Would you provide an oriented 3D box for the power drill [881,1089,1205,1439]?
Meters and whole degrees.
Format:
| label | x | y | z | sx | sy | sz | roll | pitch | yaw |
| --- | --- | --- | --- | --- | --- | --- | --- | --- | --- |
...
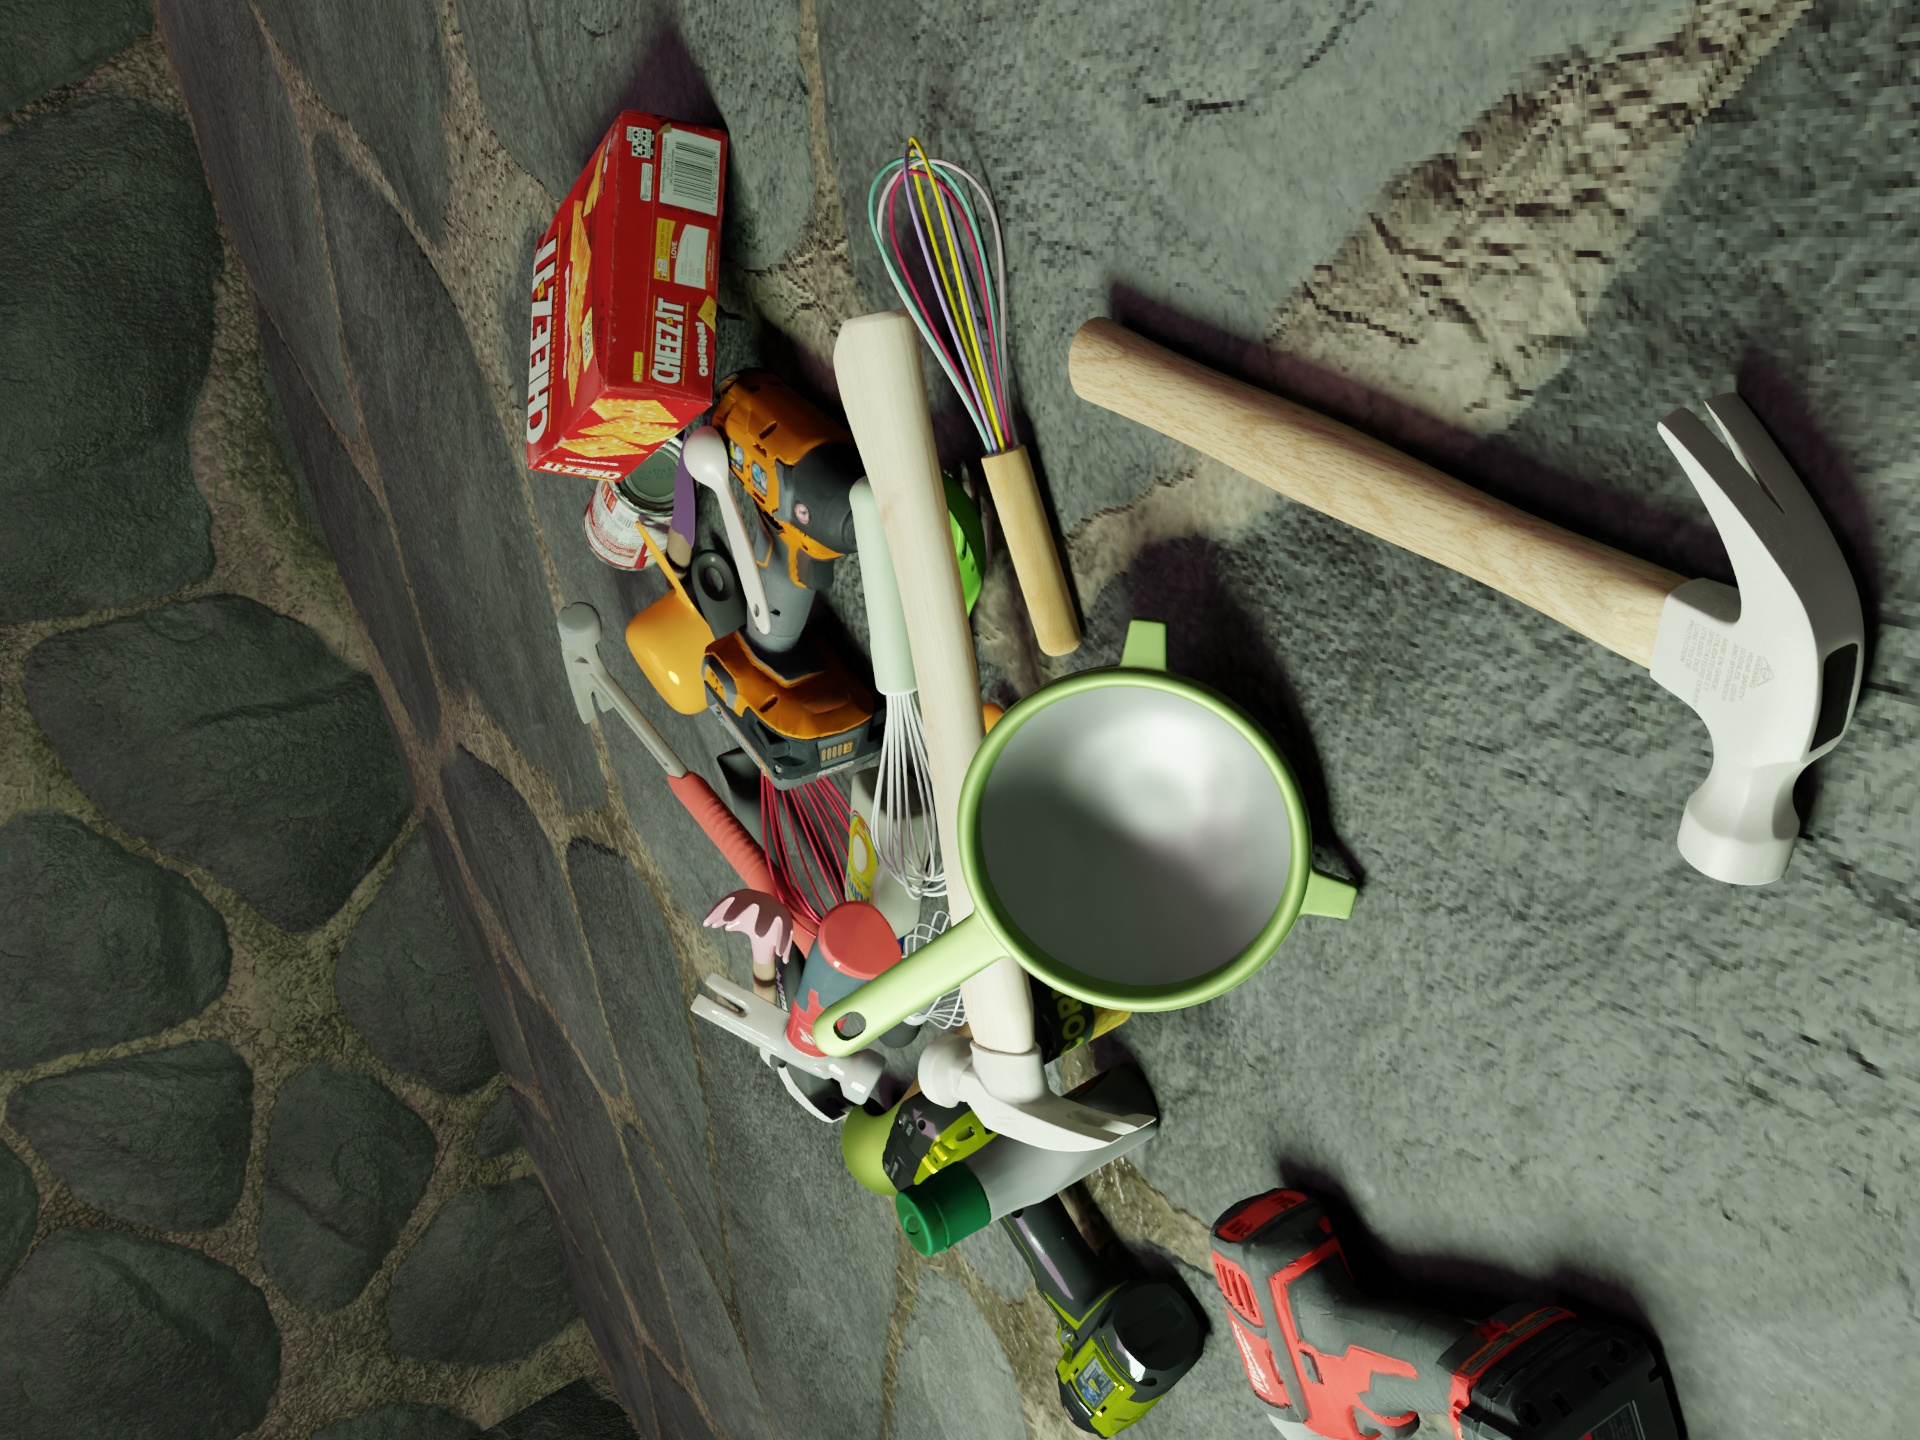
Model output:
| label | x | y | z | sx | sy | sz | roll | pitch | yaw |
| --- | --- | --- | --- | --- | --- | --- | --- | --- | --- |
| power drill | 0.047 | 0.333 | 0.992 | 0.223 | 0.080 | 0.171 | 51 | 149 | 25 |

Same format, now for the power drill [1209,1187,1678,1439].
| label | x | y | z | sx | sy | sz | roll | pitch | yaw |
| --- | --- | --- | --- | --- | --- | --- | --- | --- | --- |
| power drill | 0.198 | 0.297 | 0.684 | 0.220 | 0.078 | 0.143 | -1 | 109 | 65 |

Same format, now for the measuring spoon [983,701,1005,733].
| label | x | y | z | sx | sy | sz | roll | pitch | yaw |
| --- | --- | --- | --- | --- | --- | --- | --- | --- | --- |
| measuring spoon | 0.047 | 0.016 | 0.811 | 0.117 | 0.011 | 0.021 | 27 | 135 | 45 |

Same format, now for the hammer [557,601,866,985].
| label | x | y | z | sx | sy | sz | roll | pitch | yaw |
| --- | --- | --- | --- | --- | --- | --- | --- | --- | --- |
| hammer | -0.186 | 0.071 | 1.179 | 0.359 | 0.037 | 0.149 | 47 | 157 | 22 |

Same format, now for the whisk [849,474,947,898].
| label | x | y | z | sx | sy | sz | roll | pitch | yaw |
| --- | --- | --- | --- | --- | --- | --- | --- | --- | --- |
| whisk | -0.032 | -0.012 | 0.852 | 0.059 | 0.058 | 0.246 | 5 | 116 | 26 |

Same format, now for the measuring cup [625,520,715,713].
| label | x | y | z | sx | sy | sz | roll | pitch | yaw |
| --- | --- | --- | --- | --- | --- | --- | --- | --- | --- |
| measuring cup | -0.217 | -0.072 | 1.144 | 0.095 | 0.052 | 0.173 | 43 | 164 | 35 |

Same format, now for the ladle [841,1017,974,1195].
| label | x | y | z | sx | sy | sz | roll | pitch | yaw |
| --- | --- | --- | --- | --- | --- | --- | --- | --- | --- |
| ladle | -0.017 | 0.252 | 1.099 | 0.078 | 0.062 | 0.320 | 59 | 146 | 22 |

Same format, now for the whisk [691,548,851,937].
| label | x | y | z | sx | sy | sz | roll | pitch | yaw |
| --- | --- | --- | --- | --- | --- | --- | --- | --- | --- |
| whisk | -0.127 | 0.014 | 1.097 | 0.296 | 0.073 | 0.073 | 68 | 154 | 12 |

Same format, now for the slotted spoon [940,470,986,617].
| label | x | y | z | sx | sy | sz | roll | pitch | yaw |
| --- | --- | --- | --- | --- | --- | --- | --- | --- | --- |
| slotted spoon | -0.001 | -0.003 | 0.882 | 0.070 | 0.031 | 0.313 | 39 | 144 | 44 |

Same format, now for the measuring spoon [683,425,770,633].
| label | x | y | z | sx | sy | sz | roll | pitch | yaw |
| --- | --- | --- | --- | --- | --- | --- | --- | --- | --- |
| measuring spoon | -0.133 | -0.107 | 0.900 | 0.034 | 0.018 | 0.124 | -24 | 83 | 57 |

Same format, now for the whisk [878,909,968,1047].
| label | x | y | z | sx | sy | sz | roll | pitch | yaw |
| --- | --- | --- | --- | --- | --- | --- | --- | --- | --- |
| whisk | -0.023 | 0.176 | 1.017 | 0.070 | 0.070 | 0.284 | 62 | 161 | 12 |

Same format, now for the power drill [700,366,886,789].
| label | x | y | z | sx | sy | sz | roll | pitch | yaw |
| --- | --- | --- | --- | --- | --- | --- | --- | --- | --- |
| power drill | -0.091 | -0.073 | 0.938 | 0.164 | 0.084 | 0.226 | 44 | 141 | 40 |

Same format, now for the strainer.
| label | x | y | z | sx | sy | sz | roll | pitch | yaw |
| --- | --- | --- | --- | --- | --- | --- | --- | --- | --- |
| strainer | 0.039 | 0.074 | 0.712 | 0.256 | 0.069 | 0.151 | -36 | 91 | 22 |

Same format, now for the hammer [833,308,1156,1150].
| label | x | y | z | sx | sy | sz | roll | pitch | yaw |
| --- | --- | --- | --- | --- | --- | --- | --- | --- | --- |
| hammer | 0.004 | 0.009 | 0.772 | 0.146 | 0.038 | 0.410 | 2 | 106 | 51 |

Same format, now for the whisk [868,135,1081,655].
| label | x | y | z | sx | sy | sz | roll | pitch | yaw |
| --- | --- | --- | --- | --- | --- | --- | --- | --- | --- |
| whisk | 0.013 | -0.144 | 0.733 | 0.047 | 0.051 | 0.245 | 4 | 116 | 55 |

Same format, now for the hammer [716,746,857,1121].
| label | x | y | z | sx | sy | sz | roll | pitch | yaw |
| --- | --- | --- | --- | --- | --- | --- | --- | --- | --- |
| hammer | -0.142 | 0.169 | 1.264 | 0.146 | 0.035 | 0.334 | 29 | 134 | 53 |

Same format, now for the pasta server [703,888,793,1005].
| label | x | y | z | sx | sy | sz | roll | pitch | yaw |
| --- | --- | --- | --- | --- | --- | --- | --- | --- | --- |
| pasta server | -0.146 | 0.184 | 1.152 | 0.060 | 0.040 | 0.316 | 24 | 154 | 5 |

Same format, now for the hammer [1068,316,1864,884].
| label | x | y | z | sx | sy | sz | roll | pitch | yaw |
| --- | --- | --- | --- | --- | --- | --- | --- | --- | --- |
| hammer | 0.145 | -0.080 | 0.544 | 0.332 | 0.031 | 0.130 | 39 | 142 | 45 |

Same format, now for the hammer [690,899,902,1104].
| label | x | y | z | sx | sy | sz | roll | pitch | yaw |
| --- | --- | --- | --- | --- | --- | --- | --- | --- | --- |
| hammer | -0.097 | 0.164 | 0.973 | 0.143 | 0.038 | 0.386 | 28 | 158 | 2 |

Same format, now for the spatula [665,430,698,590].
| label | x | y | z | sx | sy | sz | roll | pitch | yaw |
| --- | --- | --- | --- | --- | --- | --- | --- | --- | --- |
| spatula | -0.188 | -0.124 | 1.071 | 0.316 | 0.018 | 0.060 | 150 | 113 | -76 |
